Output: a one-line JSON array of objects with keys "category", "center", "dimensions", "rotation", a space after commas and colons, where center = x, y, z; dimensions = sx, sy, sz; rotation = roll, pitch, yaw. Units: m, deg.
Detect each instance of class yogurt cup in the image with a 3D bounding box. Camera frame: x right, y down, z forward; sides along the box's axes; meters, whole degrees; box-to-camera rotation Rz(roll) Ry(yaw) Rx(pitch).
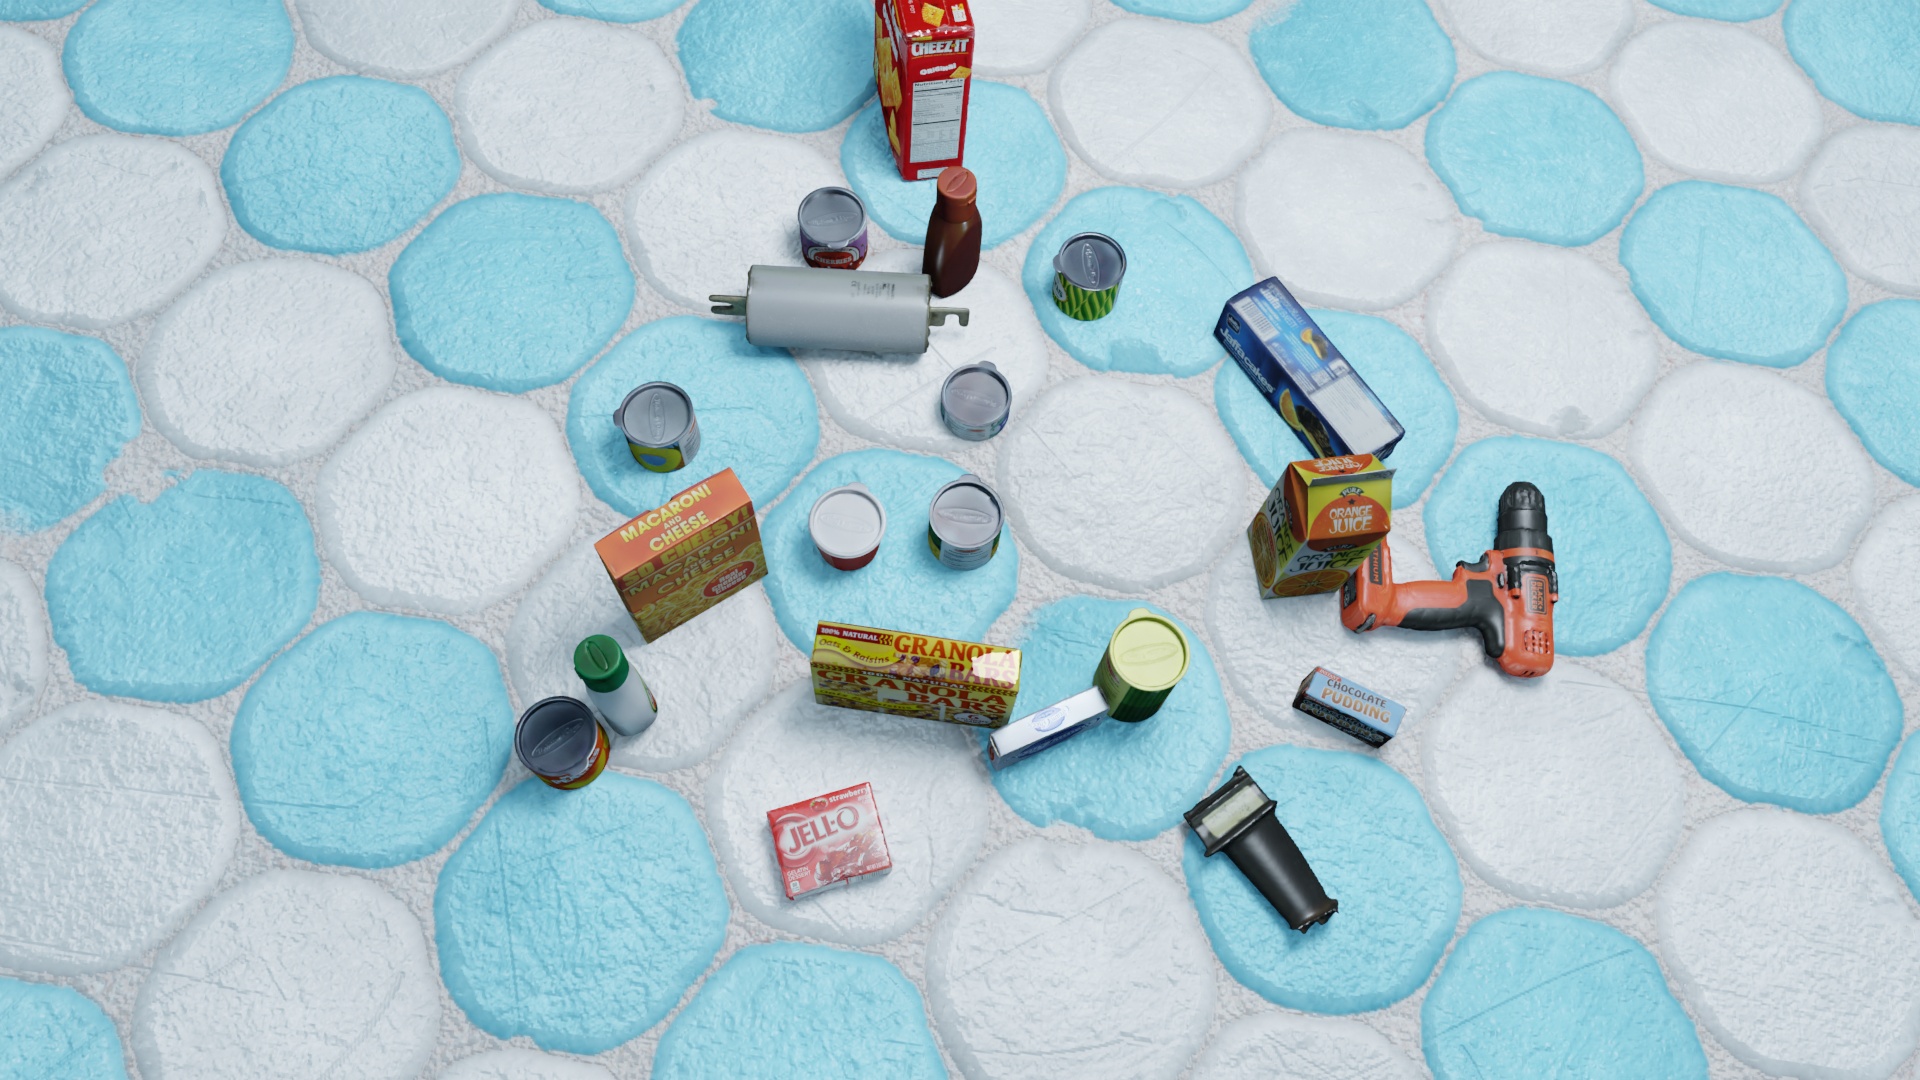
[{"category": "yogurt cup", "center": [-0.099, -0.007, 1.227], "dimensions": [0.072, 0.053, 0.072], "rotation": [1, 68, -3]}]

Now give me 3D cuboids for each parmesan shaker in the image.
[{"category": "parmesan shaker", "center": [0.150, 0.106, 1.168], "dimensions": [0.071, 0.102, 0.071], "rotation": [1, 68, -3]}]

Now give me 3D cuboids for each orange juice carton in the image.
[{"category": "orange juice carton", "center": [0.306, -0.017, 1.180], "dimensions": [0.072, 0.192, 0.073], "rotation": [-6, 68, -5]}]

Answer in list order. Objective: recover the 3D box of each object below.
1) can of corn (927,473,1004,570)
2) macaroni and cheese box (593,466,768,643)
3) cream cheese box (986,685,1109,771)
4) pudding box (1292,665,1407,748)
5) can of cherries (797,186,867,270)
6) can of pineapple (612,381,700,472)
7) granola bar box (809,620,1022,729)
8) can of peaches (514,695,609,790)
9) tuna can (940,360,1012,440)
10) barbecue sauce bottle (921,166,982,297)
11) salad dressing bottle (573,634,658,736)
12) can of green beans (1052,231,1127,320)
[{"category": "can of corn", "center": [0.004, -0.015, 1.234], "dimensions": [0.071, 0.058, 0.071], "rotation": [1, 68, -3]}, {"category": "macaroni and cheese box", "center": [-0.227, 0.015, 1.150], "dimensions": [0.124, 0.165, 0.040], "rotation": [-32, 73, -15]}, {"category": "cream cheese box", "center": [0.072, 0.158, 1.169], "dimensions": [0.104, 0.053, 0.024], "rotation": [-22, 71, -12]}, {"category": "pudding box", "center": [0.333, 0.143, 1.192], "dimensions": [0.084, 0.049, 0.030], "rotation": [26, 69, 8]}, {"category": "can of cherries", "center": [-0.123, -0.296, 1.344], "dimensions": [0.071, 0.058, 0.072], "rotation": [1, 68, -3]}, {"category": "can of pineapple", "center": [-0.272, -0.102, 1.255], "dimensions": [0.071, 0.057, 0.071], "rotation": [1, 68, -3]}, {"category": "granola bar box", "center": [-0.037, 0.112, 1.143], "dimensions": [0.166, 0.123, 0.039], "rotation": [8, 68, 0]}, {"category": "can of peaches", "center": [-0.324, 0.169, 1.139], "dimensions": [0.071, 0.058, 0.071], "rotation": [1, 68, -3]}, {"category": "tuna can", "center": [0.015, -0.131, 1.297], "dimensions": [0.071, 0.032, 0.071], "rotation": [1, 67, -3]}, {"category": "barbecue sauce bottle", "center": [-0.006, -0.290, 1.299], "dimensions": [0.044, 0.148, 0.065], "rotation": [38, 71, 12]}, {"category": "salad dressing bottle", "center": [-0.278, 0.115, 1.115], "dimensions": [0.044, 0.147, 0.064], "rotation": [-32, 73, -15]}, {"category": "can of green beans", "center": [0.124, -0.254, 1.341], "dimensions": [0.071, 0.057, 0.071], "rotation": [1, 68, -3]}]
